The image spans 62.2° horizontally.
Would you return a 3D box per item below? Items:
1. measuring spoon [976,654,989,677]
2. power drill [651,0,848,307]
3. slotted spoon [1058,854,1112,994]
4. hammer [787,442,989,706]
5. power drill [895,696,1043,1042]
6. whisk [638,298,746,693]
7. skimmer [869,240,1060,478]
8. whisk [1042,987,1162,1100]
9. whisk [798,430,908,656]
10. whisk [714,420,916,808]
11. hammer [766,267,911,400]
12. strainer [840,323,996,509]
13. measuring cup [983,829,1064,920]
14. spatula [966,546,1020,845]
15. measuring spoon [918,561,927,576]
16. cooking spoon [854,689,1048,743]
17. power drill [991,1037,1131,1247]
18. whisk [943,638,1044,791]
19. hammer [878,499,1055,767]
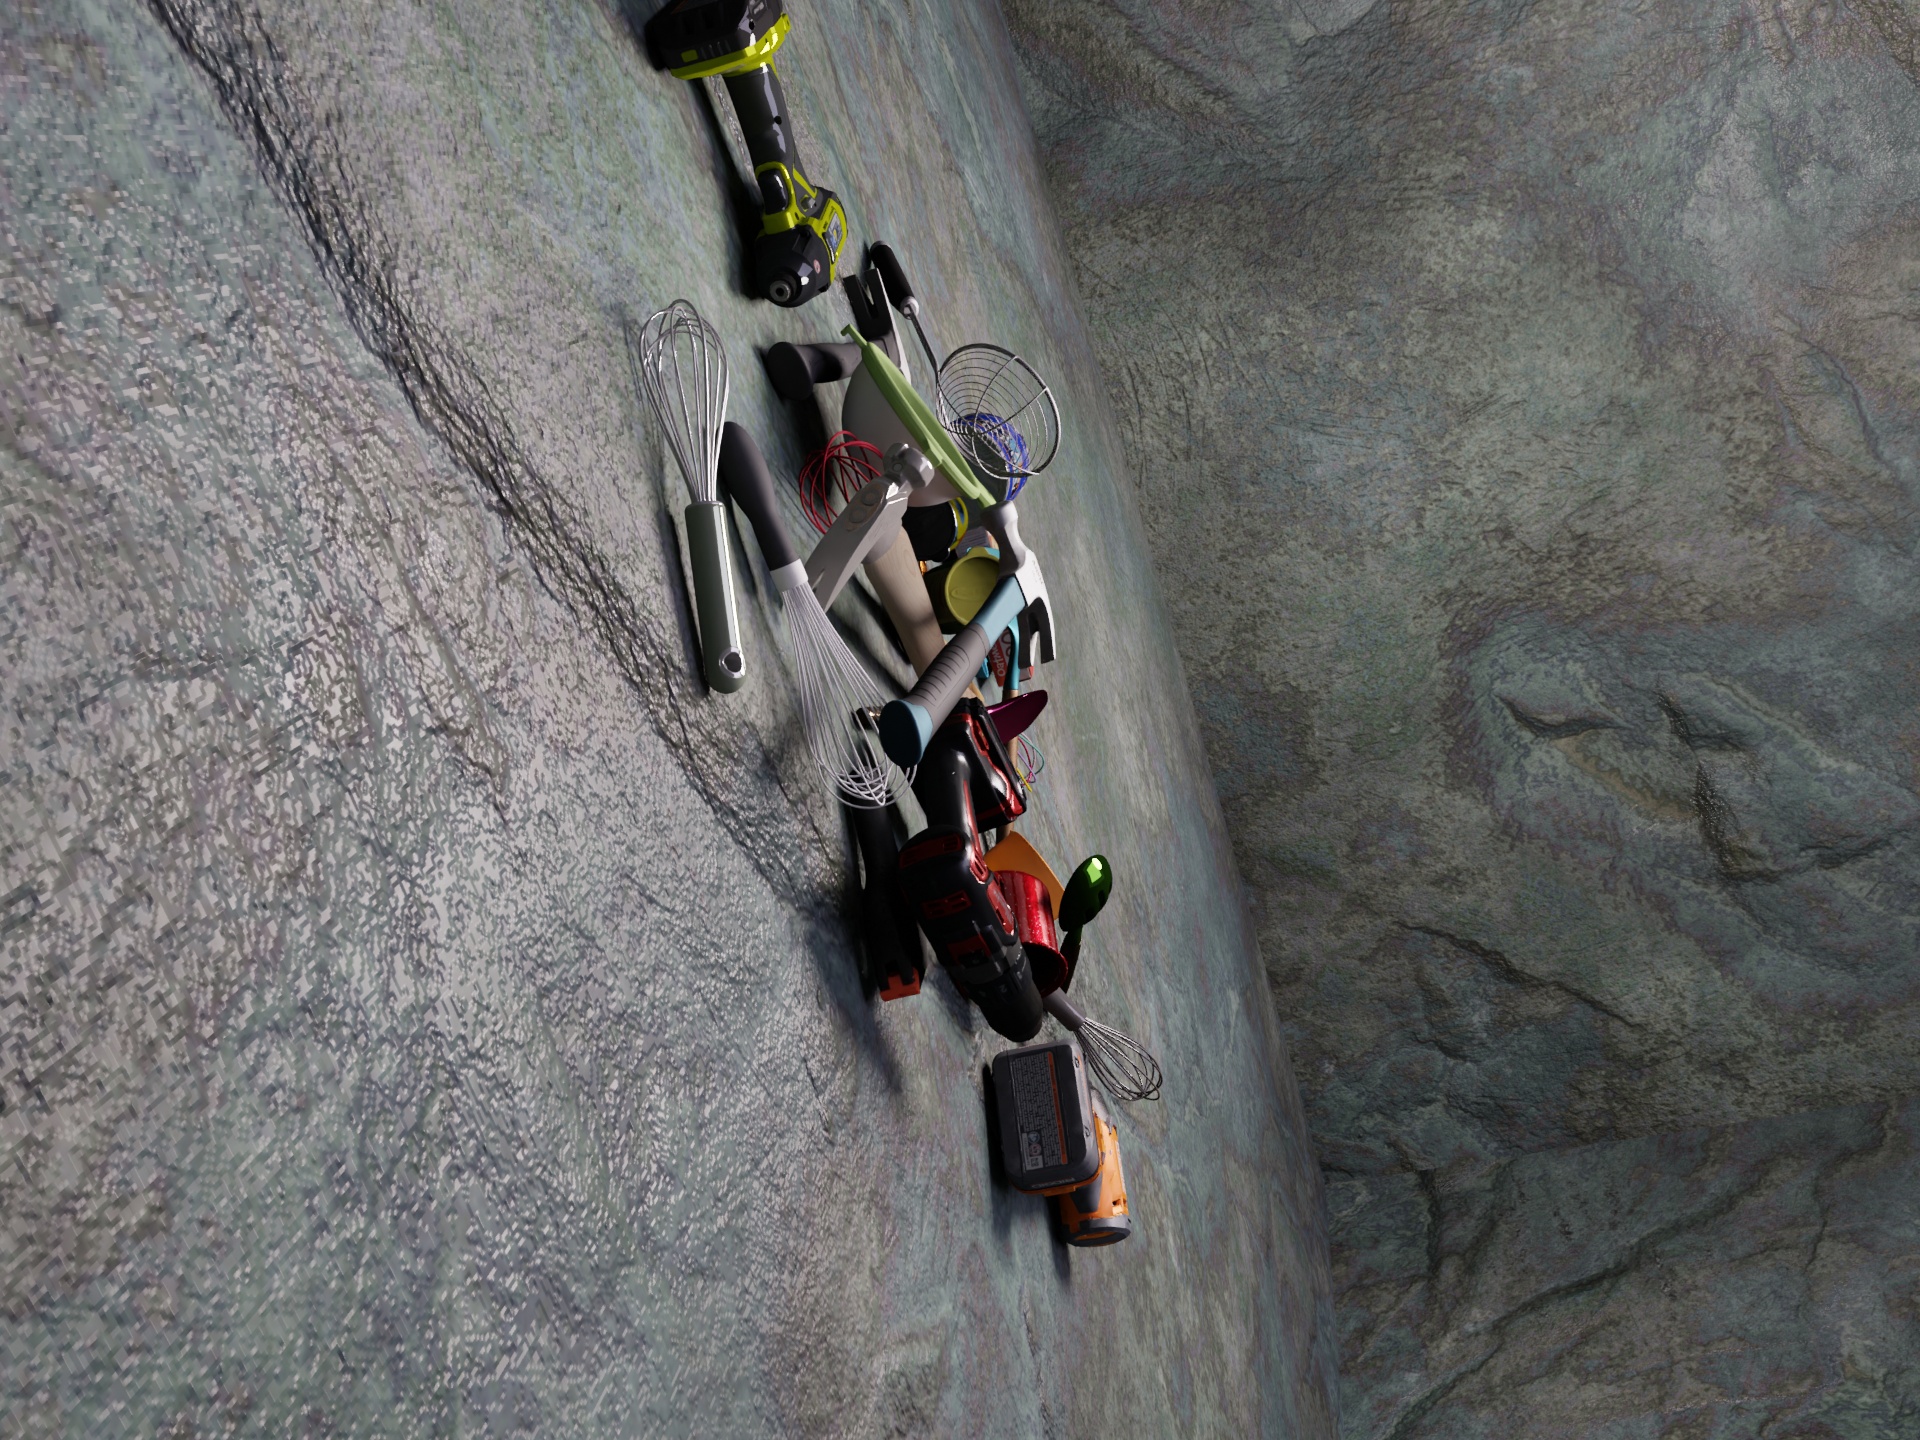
[{"bbox_3d":[0.015,-0.065,1.616,0.128,0.021,0.042,-60,133,-82],"label":"measuring spoon"},{"bbox_3d":[-0.149,-0.433,1.203,0.171,0.080,0.223,-83,158,-54],"label":"power drill"},{"bbox_3d":[0.101,0.208,1.450,0.070,0.031,0.313,-46,162,-25],"label":"slotted spoon"},{"bbox_3d":[-0.034,-0.053,1.302,0.146,0.038,0.410,-56,156,-15],"label":"hammer"},{"bbox_3d":[0.010,0.110,1.180,0.227,0.080,0.187,-94,161,-55],"label":"power drill"},{"bbox_3d":[-0.158,-0.137,0.971,0.057,0.059,0.246,-4,83,-38],"label":"whisk"},{"bbox_3d":[-0.005,-0.355,1.477,0.364,0.090,0.127,-111,-163,-44],"label":"skimmer"},{"bbox_3d":[0.108,0.278,1.470,0.238,0.055,0.055,46,27,-22],"label":"whisk"},{"bbox_3d":[-0.065,-0.129,1.283,0.295,0.073,0.073,65,17,-57],"label":"whisk"},{"bbox_3d":[-0.103,-0.070,1.085,0.070,0.070,0.284,-57,127,-70],"label":"whisk"},{"bbox_3d":[-0.101,-0.312,1.354,0.335,0.035,0.146,-51,126,-72],"label":"hammer"},{"bbox_3d":[-0.036,-0.212,1.326,0.152,0.069,0.256,58,9,22],"label":"strainer"},{"bbox_3d":[0.056,0.166,1.473,0.095,0.052,0.173,51,-12,20],"label":"measuring cup"},{"bbox_3d":[0.038,-0.004,1.504,0.082,0.044,0.317,-3,96,-56],"label":"spatula"},{"bbox_3d":[-0.024,-0.108,1.501,0.021,0.011,0.117,3,74,-75],"label":"measuring spoon"},{"bbox_3d":[-0.002,-0.004,1.351,0.017,0.068,0.318,44,19,20],"label":"cooking spoon"},{"bbox_3d":[0.093,0.357,1.397,0.226,0.084,0.164,61,18,-56],"label":"power drill"},{"bbox_3d":[0.024,-0.003,1.532,0.244,0.051,0.047,55,31,-48],"label":"whisk"},{"bbox_3d":[0.007,-0.056,1.188,0.128,0.033,0.331,67,26,-18],"label":"hammer"}]
